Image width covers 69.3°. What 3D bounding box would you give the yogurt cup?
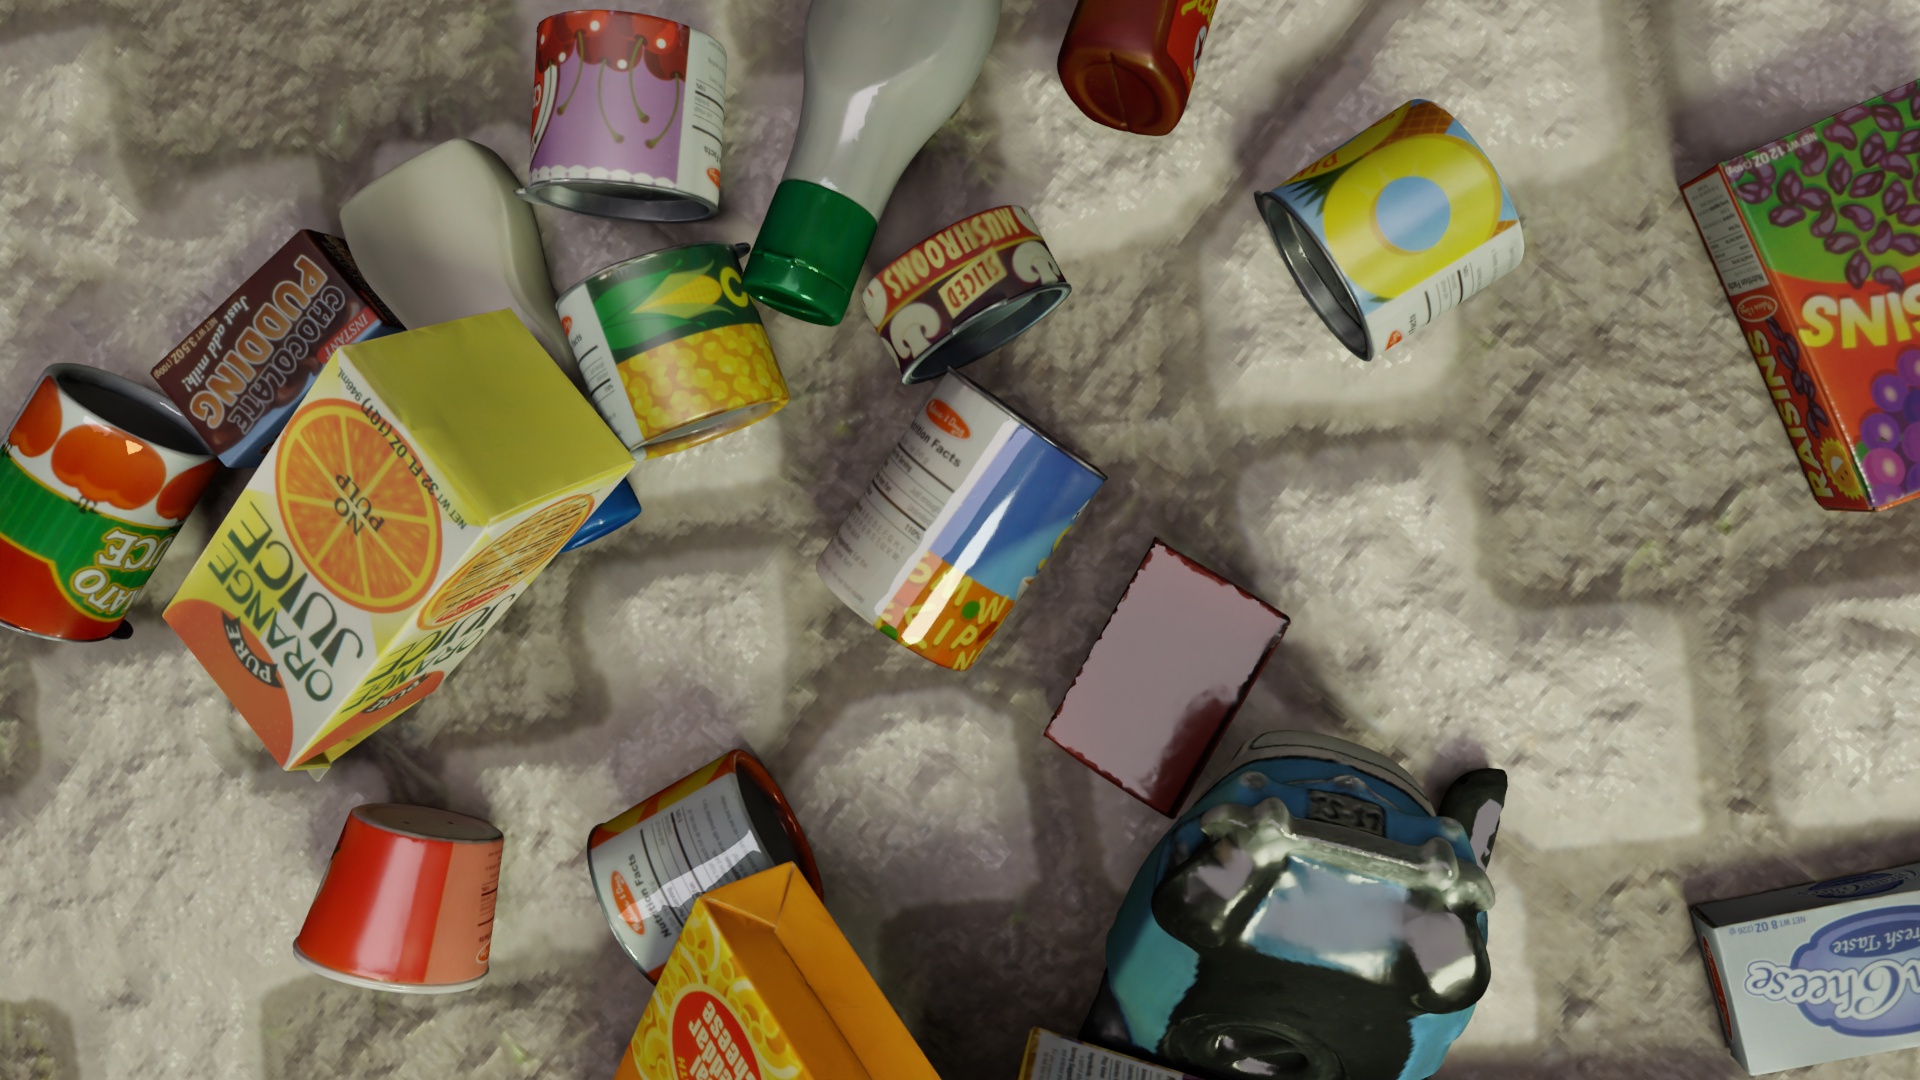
[{"bbox_3d":[-0.201,0.129,0.507,0.072,0.072,0.054,13,85,7],"label":"yogurt cup"}]

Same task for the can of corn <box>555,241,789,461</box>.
[{"bbox_3d":[-0.098,-0.066,0.488,0.071,0.071,0.058,-21,90,7],"label":"can of corn"}]

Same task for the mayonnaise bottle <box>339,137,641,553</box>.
[{"bbox_3d":[-0.167,-0.068,0.509,0.065,0.041,0.148,-27,89,9],"label":"mayonnaise bottle"}]

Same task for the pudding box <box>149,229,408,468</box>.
[{"bbox_3d":[-0.255,-0.071,0.525,0.083,0.030,0.049,-40,87,7],"label":"pudding box"}]

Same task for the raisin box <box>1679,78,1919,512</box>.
[{"bbox_3d":[0.305,-0.081,0.451,0.086,0.040,0.123,-23,89,6],"label":"raisin box"}]

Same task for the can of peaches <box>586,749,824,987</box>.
[{"bbox_3d":[-0.088,0.115,0.490,0.058,0.071,0.071,-30,88,2],"label":"can of peaches"}]

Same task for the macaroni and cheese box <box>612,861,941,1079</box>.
[{"bbox_3d":[-0.063,0.204,0.442,0.124,0.040,0.165,49,129,29],"label":"macaroni and cheese box"}]

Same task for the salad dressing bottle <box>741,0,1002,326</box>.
[{"bbox_3d":[-0.032,-0.147,0.475,0.064,0.044,0.148,19,83,19],"label":"salad dressing bottle"}]

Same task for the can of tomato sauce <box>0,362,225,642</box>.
[{"bbox_3d":[-0.325,-0.013,0.517,0.071,0.071,0.083,35,95,5],"label":"can of tomato sauce"}]

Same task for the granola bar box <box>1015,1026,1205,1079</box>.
[{"bbox_3d":[0.059,0.241,0.423,0.124,0.039,0.164,16,113,6],"label":"granola bar box"}]

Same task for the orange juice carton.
[{"bbox_3d":[-0.205,0.012,0.482,0.192,0.073,0.072,-41,87,31],"label":"orange juice carton"}]

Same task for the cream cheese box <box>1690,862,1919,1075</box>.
[{"bbox_3d":[0.306,0.140,0.463,0.104,0.024,0.053,-14,91,7],"label":"cream cheese box"}]

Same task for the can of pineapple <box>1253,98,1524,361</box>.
[{"bbox_3d":[0.140,-0.103,0.457,0.058,0.071,0.071,-32,88,7],"label":"can of pineapple"}]

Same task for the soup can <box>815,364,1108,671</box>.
[{"bbox_3d":[0.002,-0.006,0.478,0.071,0.071,0.083,36,96,5],"label":"soup can"}]

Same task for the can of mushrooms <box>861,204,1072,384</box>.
[{"bbox_3d":[0.002,-0.084,0.472,0.071,0.071,0.033,-29,87,7],"label":"can of mushrooms"}]

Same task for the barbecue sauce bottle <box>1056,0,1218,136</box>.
[{"bbox_3d":[0.076,-0.216,0.467,0.044,0.065,0.148,18,85,15],"label":"barbecue sauce bottle"}]

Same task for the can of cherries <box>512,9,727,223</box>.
[{"bbox_3d":[-0.119,-0.147,0.487,0.071,0.071,0.058,4,92,7],"label":"can of cherries"}]
